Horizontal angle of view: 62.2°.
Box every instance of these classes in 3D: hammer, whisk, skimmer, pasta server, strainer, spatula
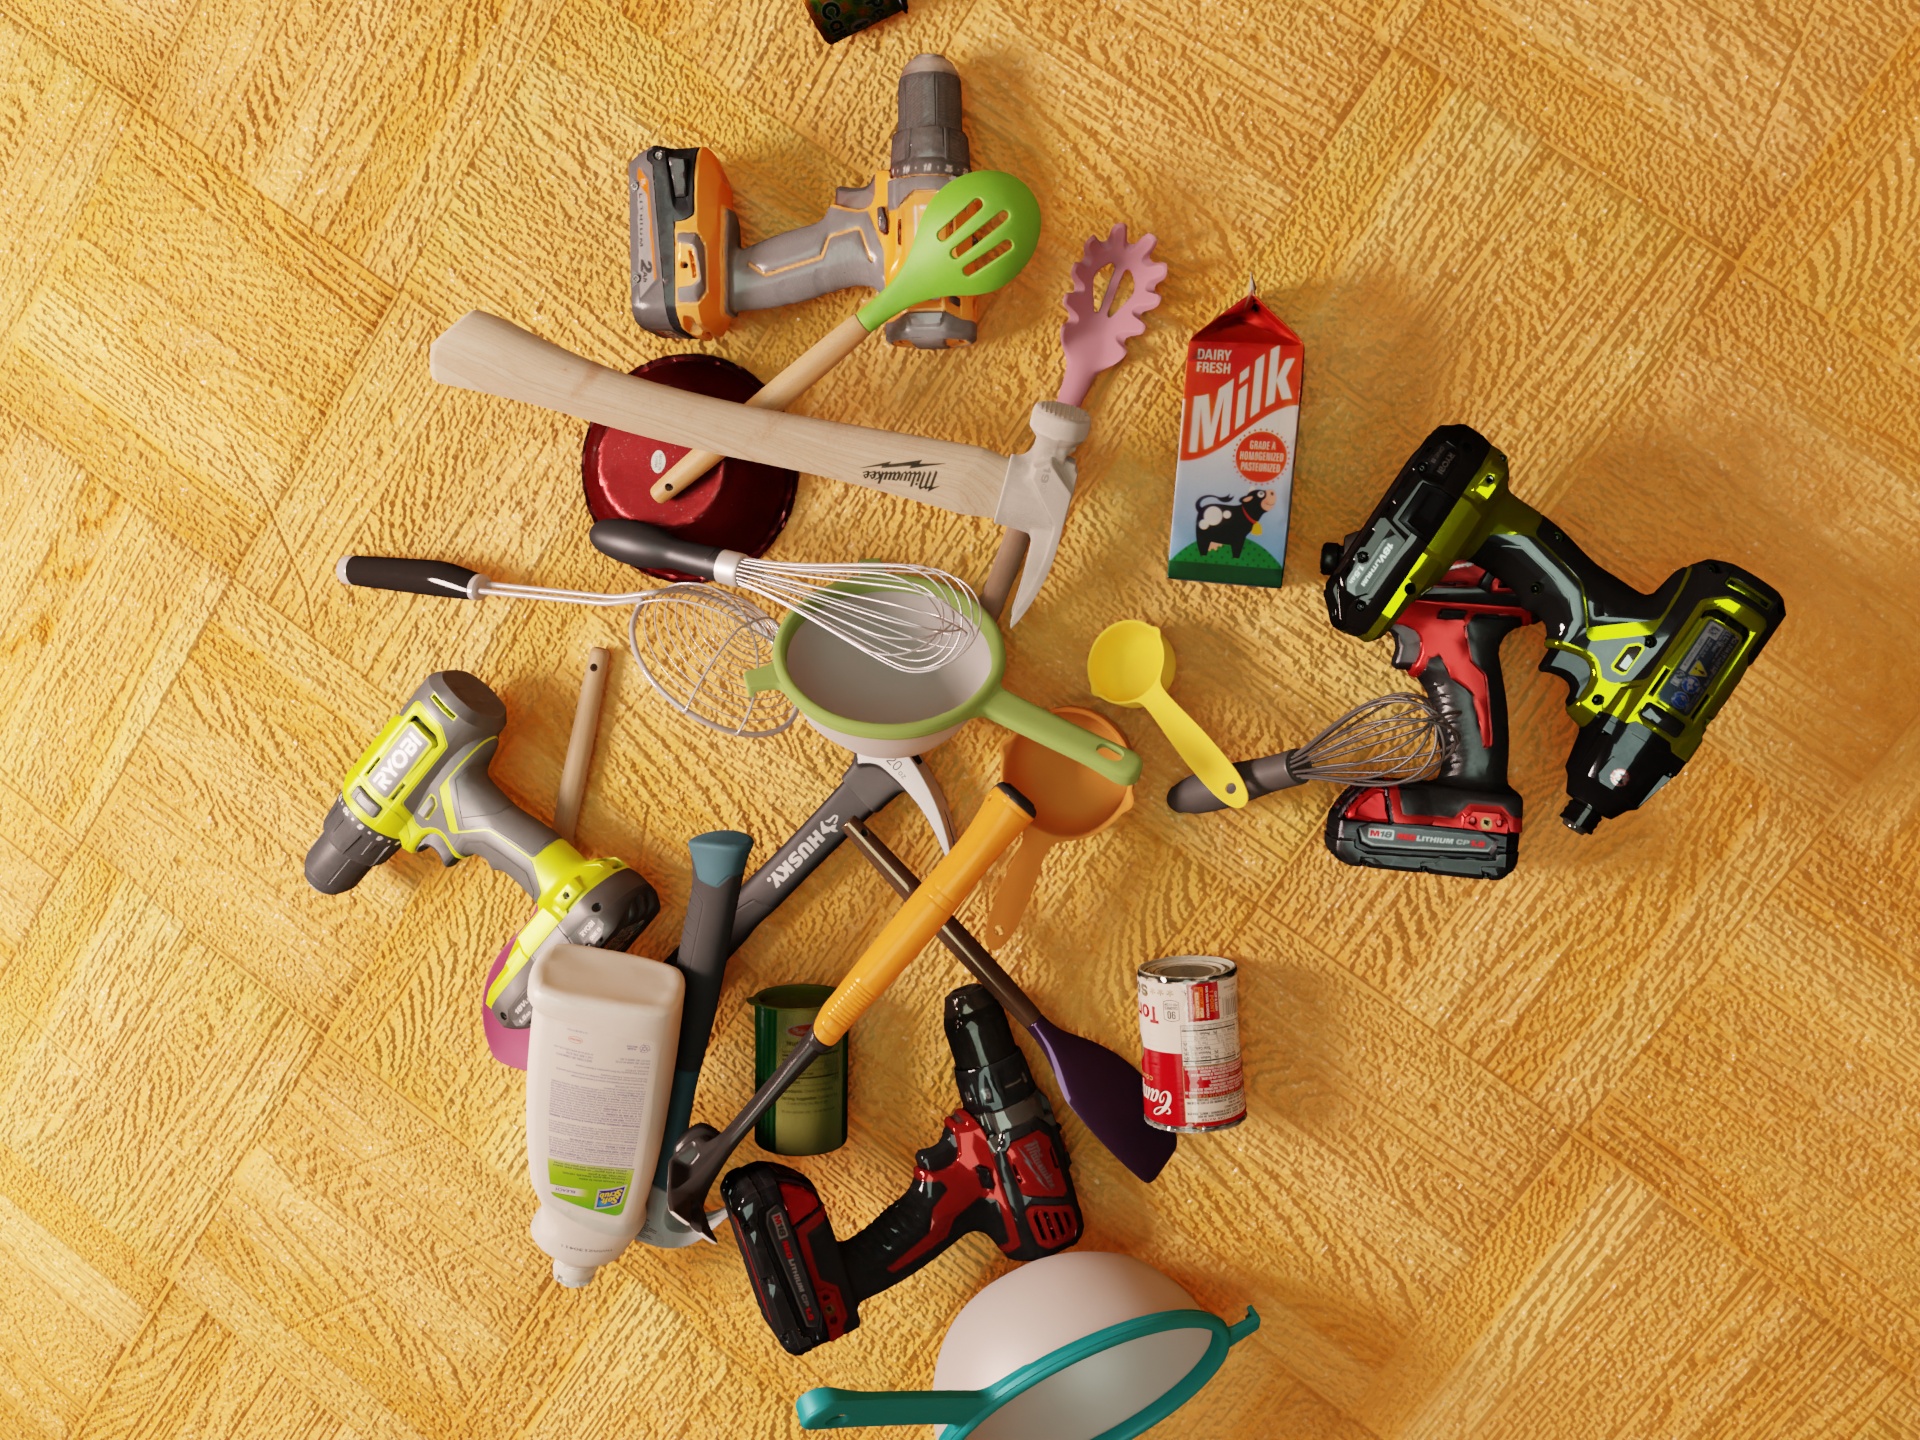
[{"bbox_3d":[-0.068,0.176,1.007,0.034,0.127,0.337,40,89,-11],"label":"hammer"},{"bbox_3d":[-0.132,-0.174,1.013,0.410,0.038,0.146,14,116,-1],"label":"hammer"},{"bbox_3d":[0.207,0.027,0.972,0.239,0.055,0.055,-22,90,54],"label":"whisk"},{"bbox_3d":[-0.282,-0.059,1.109,0.363,0.127,0.090,8,116,21],"label":"skimmer"},{"bbox_3d":[-0.146,0.136,1.118,0.146,0.035,0.334,46,101,5],"label":"hammer"},{"bbox_3d":[0.056,-0.170,1.052,0.060,0.040,0.316,21,100,-2],"label":"pasta server"},{"bbox_3d":[0.019,0.394,0.999,0.211,0.340,0.095,-48,46,22],"label":"strainer"},{"bbox_3d":[-0.118,-0.091,1.024,0.285,0.070,0.070,16,98,19],"label":"whisk"},{"bbox_3d":[-0.002,-0.003,1.028,0.256,0.151,0.069,25,139,18],"label":"strainer"},{"bbox_3d":[0.033,0.181,1.067,0.316,0.060,0.018,47,143,-2],"label":"spatula"},{"bbox_3d":[-0.189,0.222,1.088,0.128,0.033,0.331,21,113,19],"label":"hammer"}]

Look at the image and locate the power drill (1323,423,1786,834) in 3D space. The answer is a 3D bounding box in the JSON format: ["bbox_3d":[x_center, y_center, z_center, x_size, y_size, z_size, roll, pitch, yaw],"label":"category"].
[{"bbox_3d":[0.332,-0.054,0.922,0.223,0.080,0.171,34,94,5],"label":"power drill"}]

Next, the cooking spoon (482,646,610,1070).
[{"bbox_3d":[-0.292,0.102,1.152,0.069,0.017,0.319,15,98,11],"label":"cooking spoon"}]

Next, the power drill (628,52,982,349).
[{"bbox_3d":[-0.099,-0.339,1.048,0.226,0.084,0.185,1,95,6],"label":"power drill"}]

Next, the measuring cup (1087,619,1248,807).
[{"bbox_3d":[0.140,-0.001,1.023,0.062,0.029,0.157,-45,60,16],"label":"measuring cup"}]

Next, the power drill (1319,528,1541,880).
[{"bbox_3d":[0.291,-0.017,1.000,0.143,0.078,0.219,6,93,9],"label":"power drill"}]

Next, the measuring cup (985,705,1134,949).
[{"bbox_3d":[0.057,0.071,1.065,0.095,0.052,0.173,24,101,8],"label":"measuring cup"}]

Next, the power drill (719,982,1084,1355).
[{"bbox_3d":[-0.040,0.294,1.054,0.226,0.080,0.188,-19,91,-18],"label":"power drill"}]

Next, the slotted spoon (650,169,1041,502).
[{"bbox_3d":[-0.080,-0.235,1.014,0.313,0.031,0.070,-35,107,16],"label":"slotted spoon"}]

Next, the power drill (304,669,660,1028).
[{"bbox_3d":[-0.343,0.104,1.116,0.228,0.080,0.190,44,103,8],"label":"power drill"}]
